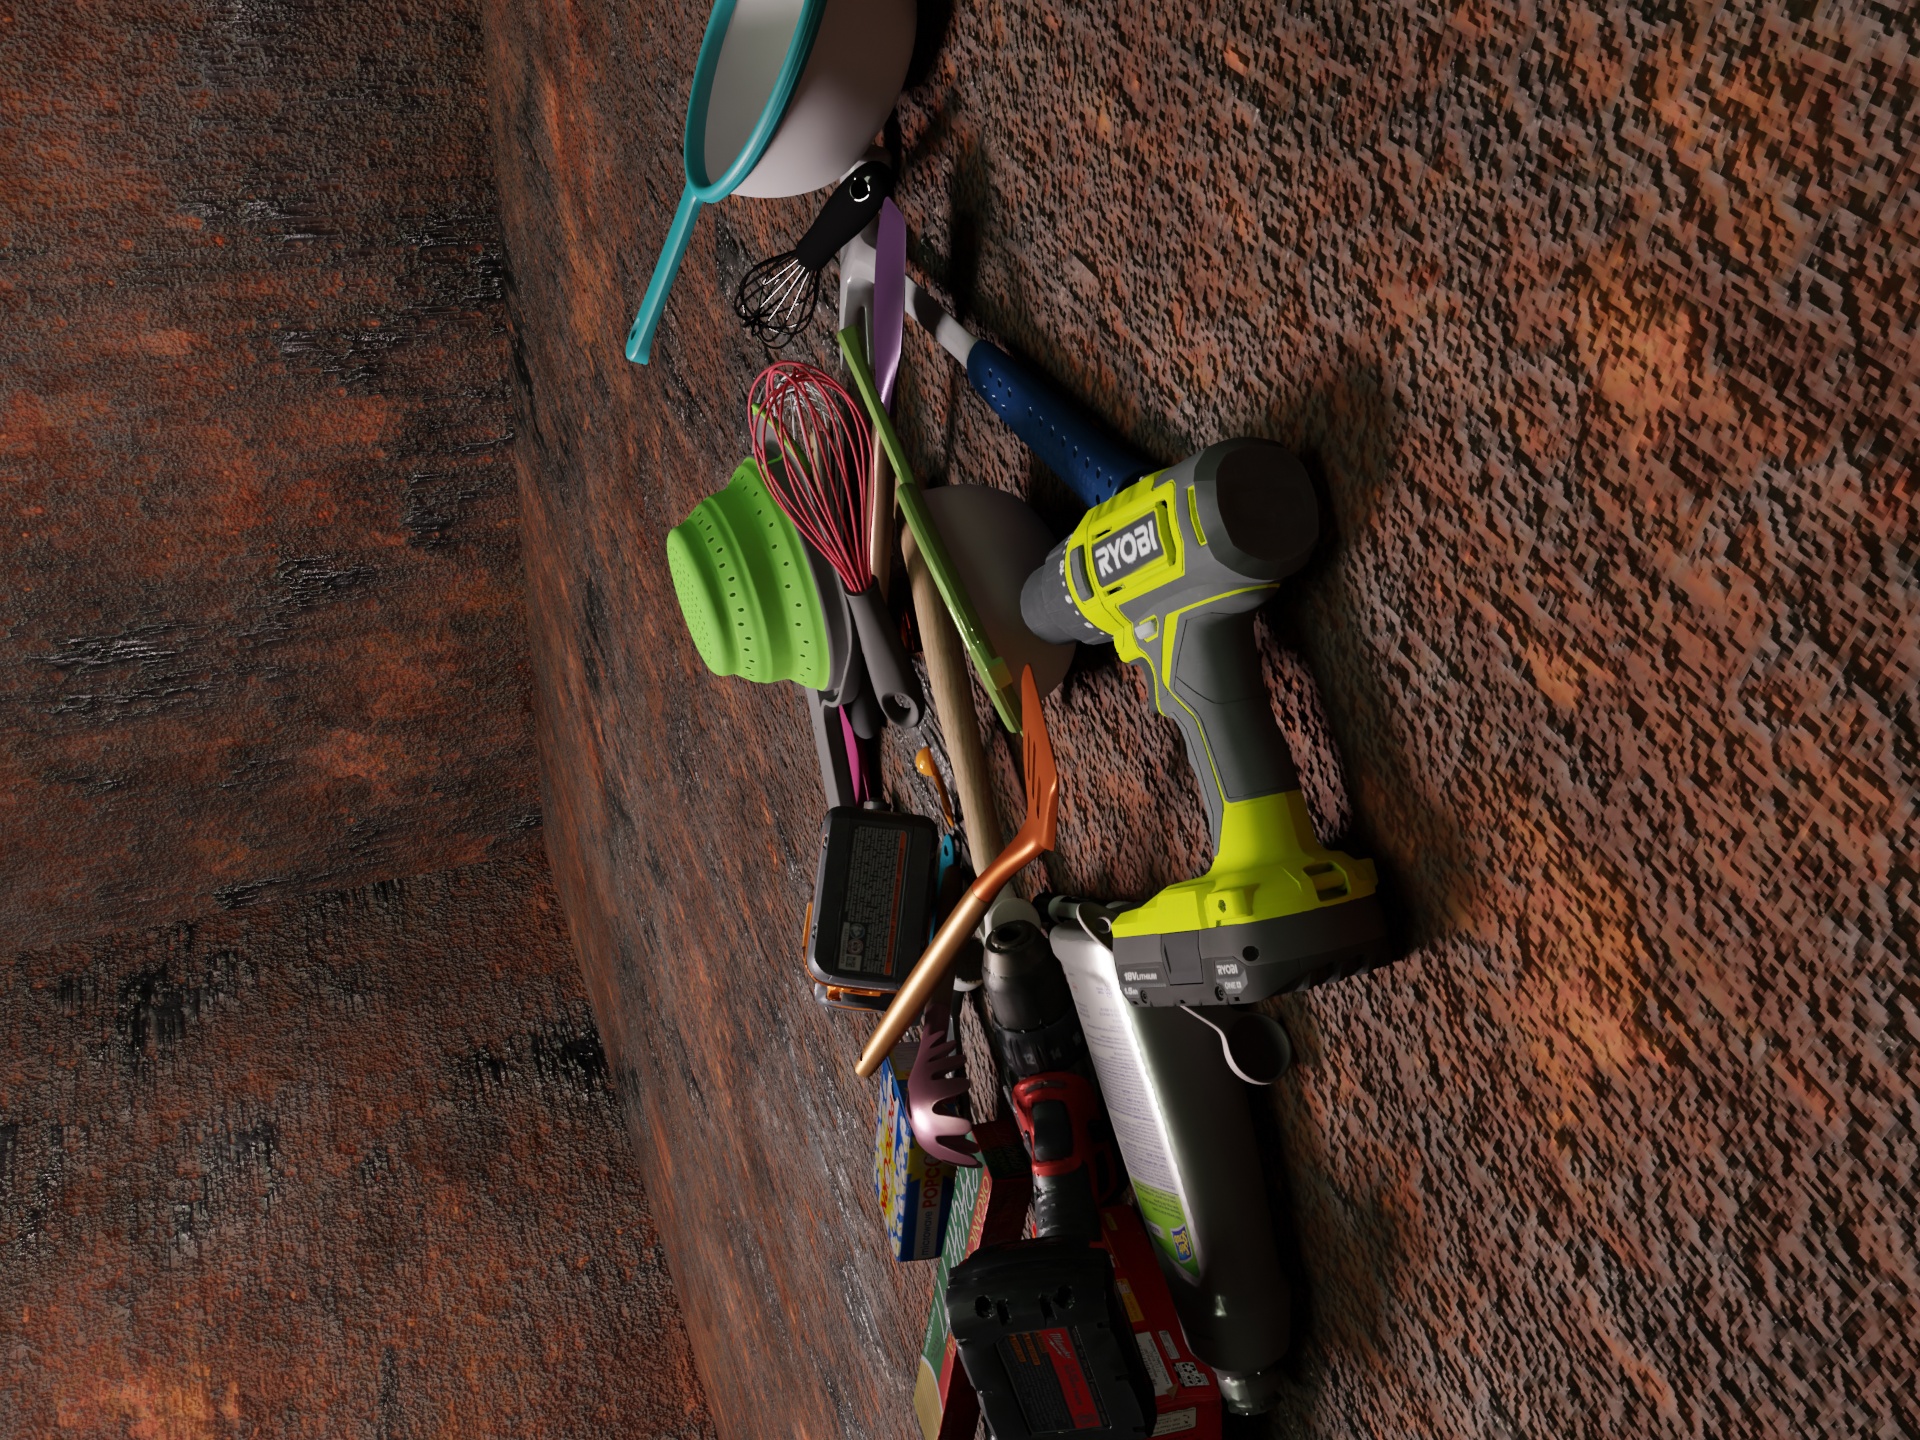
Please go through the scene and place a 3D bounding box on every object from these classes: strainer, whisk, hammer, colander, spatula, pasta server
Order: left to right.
[{"bbox_3d":[-0.142,-0.032,1.188,0.205,0.094,0.396,-128,24,-48],"label":"colander"},{"bbox_3d":[-0.114,-0.359,0.998,0.340,0.095,0.211,-58,33,33],"label":"strainer"},{"bbox_3d":[-0.095,-0.299,1.028,0.239,0.055,0.055,-20,81,64],"label":"whisk"},{"bbox_3d":[-0.101,-0.123,1.208,0.070,0.070,0.284,-167,63,-67],"label":"whisk"},{"bbox_3d":[-0.068,-0.101,1.010,0.073,0.073,0.295,56,168,46],"label":"whisk"},{"bbox_3d":[-0.050,-0.172,1.007,0.060,0.018,0.315,-119,27,-49],"label":"spatula"},{"bbox_3d":[-0.005,0.105,0.865,0.081,0.041,0.322,-101,31,-42],"label":"spatula"},{"bbox_3d":[-0.005,0.165,0.979,0.316,0.040,0.060,-83,-14,-68],"label":"pasta server"},{"bbox_3d":[-0.002,-0.003,1.015,0.130,0.031,0.331,96,162,-72],"label":"hammer"},{"bbox_3d":[0.005,-0.120,0.885,0.151,0.069,0.256,53,-167,-76],"label":"strainer"},{"bbox_3d":[0.007,-0.206,0.920,0.406,0.035,0.144,-126,33,-48],"label":"hammer"},{"bbox_3d":[0.012,0.363,1.087,0.149,0.036,0.409,124,142,-64],"label":"hammer"}]

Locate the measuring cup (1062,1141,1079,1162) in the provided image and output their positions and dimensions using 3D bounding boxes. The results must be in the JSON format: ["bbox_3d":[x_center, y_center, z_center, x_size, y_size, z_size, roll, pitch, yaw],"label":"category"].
[{"bbox_3d":[0.063,0.238,0.995,0.062,0.029,0.157,55,-152,-65],"label":"measuring cup"}]

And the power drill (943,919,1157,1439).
[{"bbox_3d":[0.046,0.233,0.826,0.227,0.080,0.187,-81,-24,-60],"label":"power drill"}]

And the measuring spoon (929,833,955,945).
[{"bbox_3d":[-0.021,0.129,1.161,0.128,0.021,0.042,98,152,-43],"label":"measuring spoon"}]

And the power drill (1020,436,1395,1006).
[{"bbox_3d":[0.099,0.007,0.713,0.190,0.080,0.228,-23,77,62],"label":"power drill"}]

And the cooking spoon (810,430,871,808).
[{"bbox_3d":[-0.094,-0.069,1.265,0.069,0.017,0.318,-153,55,-68],"label":"cooking spoon"}]

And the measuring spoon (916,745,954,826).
[{"bbox_3d":[-0.017,0.047,1.071,0.116,0.011,0.021,71,-171,-64],"label":"measuring spoon"}]

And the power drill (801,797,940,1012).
[{"bbox_3d":[-0.065,0.123,1.142,0.226,0.084,0.164,113,163,-76],"label":"power drill"}]

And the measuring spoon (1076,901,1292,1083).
[{"bbox_3d":[0.103,0.129,0.754,0.124,0.034,0.018,38,146,4],"label":"measuring spoon"}]
